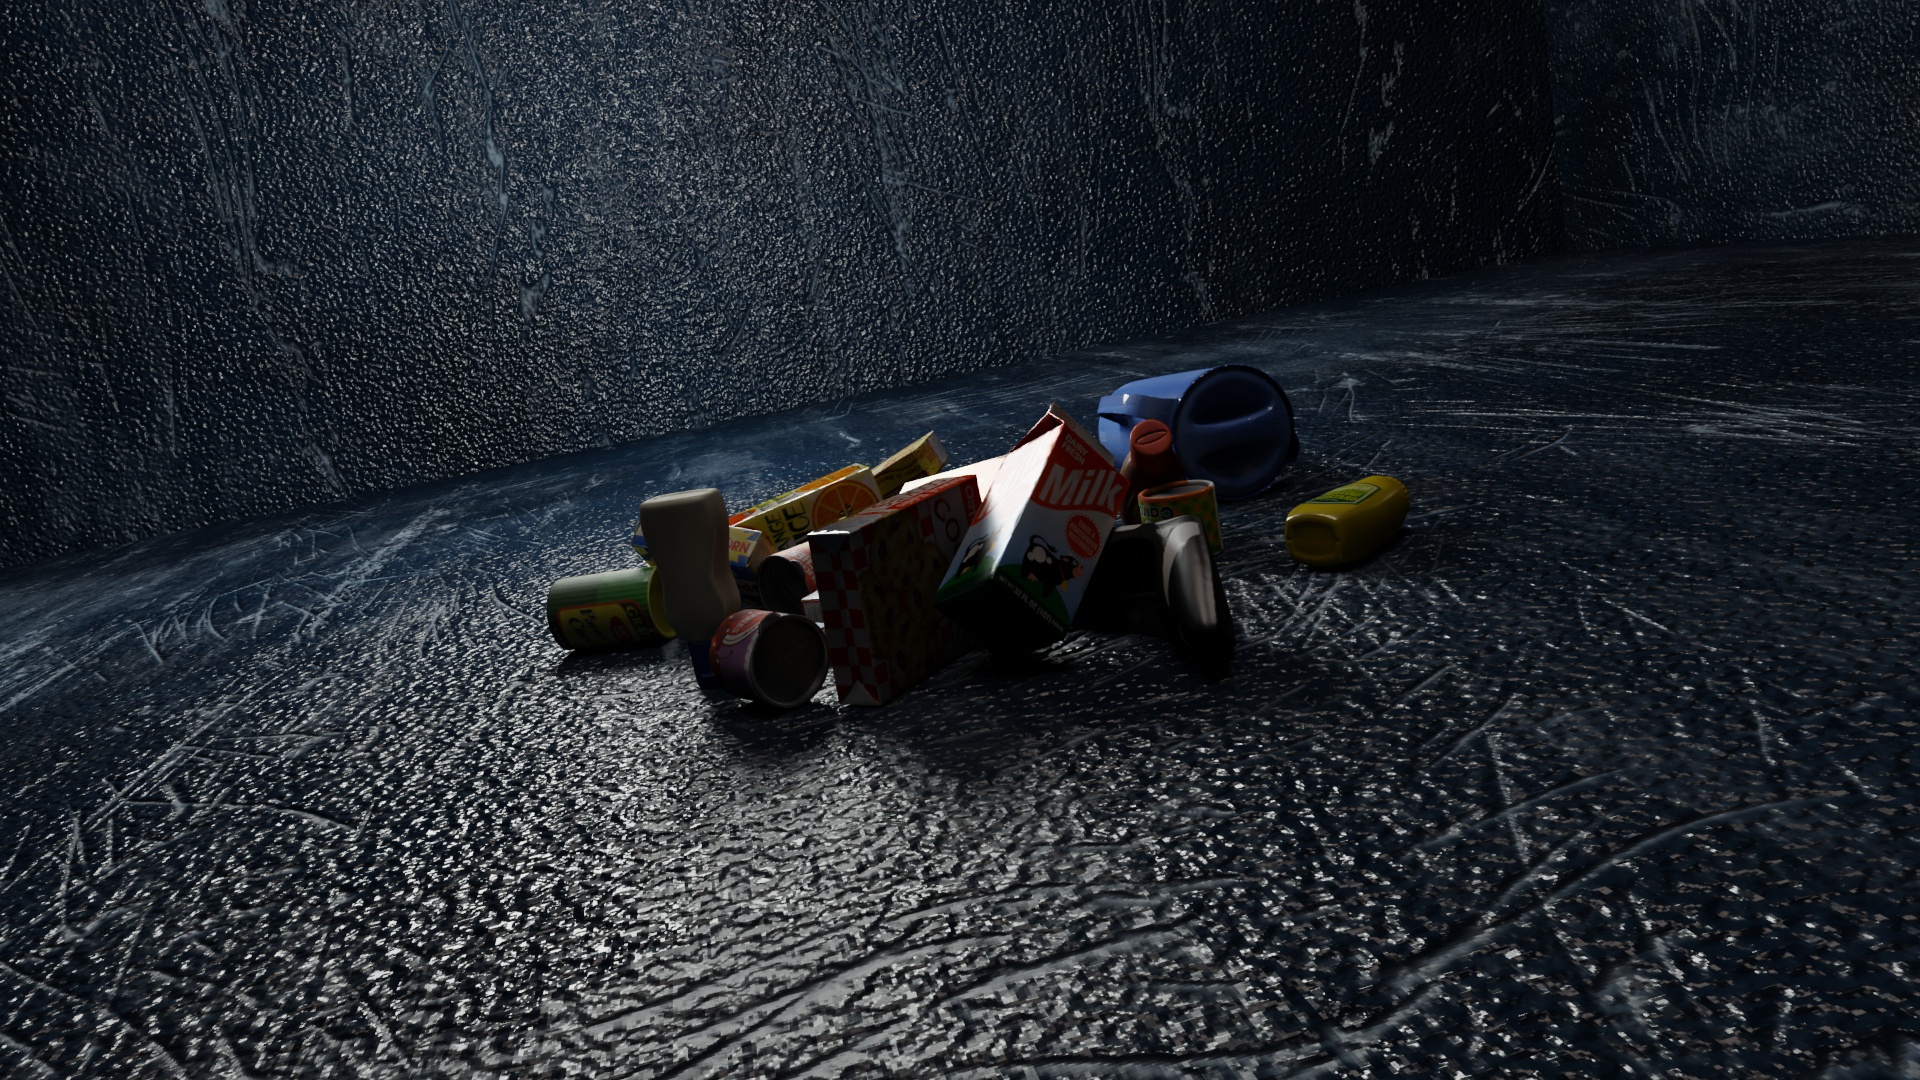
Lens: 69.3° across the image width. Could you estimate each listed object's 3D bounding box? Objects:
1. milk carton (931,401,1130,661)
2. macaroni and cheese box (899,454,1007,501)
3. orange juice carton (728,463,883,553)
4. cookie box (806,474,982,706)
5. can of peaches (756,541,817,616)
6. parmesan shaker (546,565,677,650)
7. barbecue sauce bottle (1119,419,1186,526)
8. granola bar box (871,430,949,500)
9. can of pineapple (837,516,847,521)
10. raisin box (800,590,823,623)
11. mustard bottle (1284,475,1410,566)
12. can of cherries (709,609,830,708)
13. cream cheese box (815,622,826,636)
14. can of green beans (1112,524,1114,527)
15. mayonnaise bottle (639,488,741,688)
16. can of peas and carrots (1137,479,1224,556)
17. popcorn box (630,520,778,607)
[{"bbox_3d":[0.060,-0.014,1.003,0.073,0.072,0.191,-26,29,49],"label":"milk carton"},{"bbox_3d":[0.004,-0.015,1.203,0.166,0.040,0.124,-14,36,36],"label":"macaroni and cheese box"},{"bbox_3d":[-0.169,-0.005,1.361,0.193,0.073,0.072,-24,12,-12],"label":"orange juice carton"},{"bbox_3d":[-0.034,0.031,1.000,0.040,0.122,0.168,-2,14,33],"label":"cookie box"},{"bbox_3d":[-0.132,0.035,1.199,0.071,0.071,0.058,0,15,41],"label":"can of peaches"},{"bbox_3d":[-0.307,0.062,1.242,0.103,0.071,0.071,-8,12,15],"label":"parmesan shaker"},{"bbox_3d":[0.171,-0.058,1.242,0.065,0.044,0.148,-20,-25,-1],"label":"barbecue sauce bottle"},{"bbox_3d":[-0.096,-0.050,1.497,0.165,0.039,0.124,-31,7,14],"label":"granola bar box"},{"bbox_3d":[-0.081,0.009,1.284,0.058,0.071,0.071,-5,13,26],"label":"can of pineapple"},{"bbox_3d":[-0.054,0.050,1.134,0.123,0.040,0.086,-3,13,28],"label":"raisin box"},{"bbox_3d":[0.321,-0.021,1.116,0.065,0.048,0.161,2,18,42],"label":"mustard bottle"},{"bbox_3d":[-0.137,0.080,0.985,0.072,0.071,0.058,-20,14,-38],"label":"can of cherries"},{"bbox_3d":[-0.151,0.082,1.105,0.103,0.024,0.053,2,18,46],"label":"cream cheese box"},{"bbox_3d":[0.099,-0.011,1.219,0.058,0.071,0.071,-6,13,21],"label":"can of green beans"},{"bbox_3d":[-0.198,0.037,1.055,0.065,0.147,0.041,-7,12,18],"label":"mayonnaise bottle"},{"bbox_3d":[0.186,-0.016,1.184,0.071,0.058,0.071,-10,11,2],"label":"can of peas and carrots"},{"bbox_3d":[-0.222,0.019,1.252,0.127,0.085,0.038,10,63,23],"label":"popcorn box"}]
